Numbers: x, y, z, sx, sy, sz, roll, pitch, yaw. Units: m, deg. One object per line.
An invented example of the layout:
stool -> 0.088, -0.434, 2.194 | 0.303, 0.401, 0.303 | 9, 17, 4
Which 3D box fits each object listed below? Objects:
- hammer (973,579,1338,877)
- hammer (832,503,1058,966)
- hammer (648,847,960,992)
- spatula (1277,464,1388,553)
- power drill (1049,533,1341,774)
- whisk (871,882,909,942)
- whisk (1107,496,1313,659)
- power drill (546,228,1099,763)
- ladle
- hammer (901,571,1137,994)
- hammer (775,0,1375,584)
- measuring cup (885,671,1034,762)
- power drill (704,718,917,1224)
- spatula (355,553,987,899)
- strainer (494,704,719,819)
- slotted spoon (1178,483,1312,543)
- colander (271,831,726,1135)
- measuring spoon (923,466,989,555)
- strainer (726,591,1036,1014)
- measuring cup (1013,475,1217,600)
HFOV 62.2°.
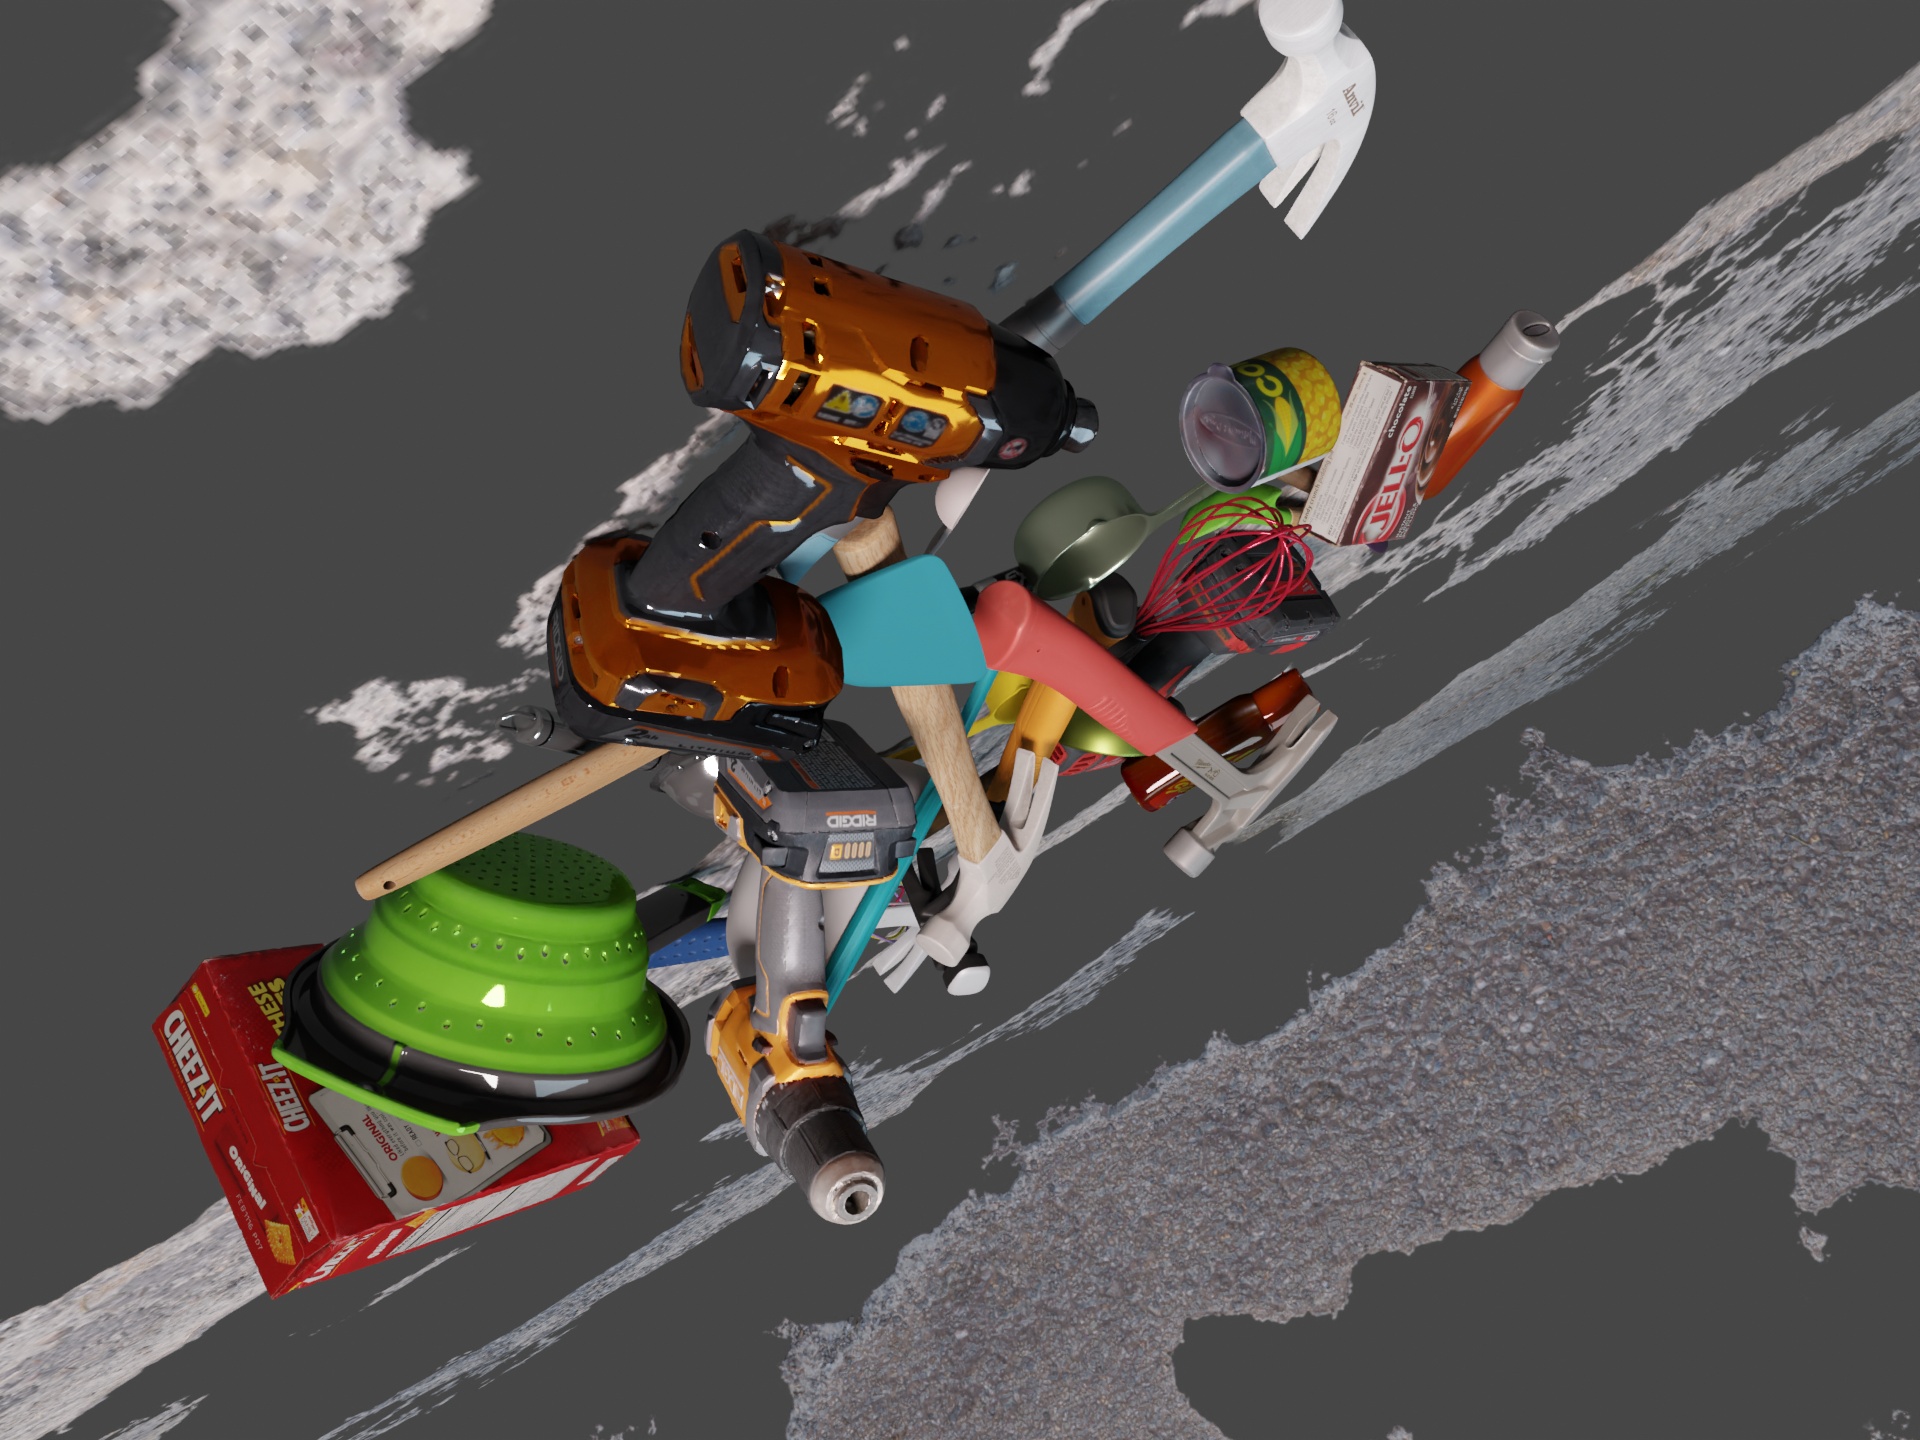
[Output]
hammer -> 0.118, -0.008, 0.963 | 0.149, 0.037, 0.358 | -50, 144, 5
hammer -> -0.010, 0.004, 0.878 | 0.130, 0.031, 0.331 | -51, 147, -24
hammer -> -0.140, 0.160, 1.169 | 0.405, 0.035, 0.144 | 1, 129, -50
spatula -> 0.221, -0.154, 1.019 | 0.018, 0.060, 0.315 | -25, 162, 28
power drill -> 0.167, -0.039, 1.179 | 0.226, 0.080, 0.188 | -41, 160, 33
whisk -> -0.101, 0.147, 1.286 | 0.047, 0.051, 0.244 | -57, 153, 8
whisk -> 0.124, -0.068, 1.003 | 0.073, 0.073, 0.296 | -22, 174, -28
power drill -> -0.058, -0.077, 0.631 | 0.164, 0.084, 0.226 | 9, 139, -32
ladle -> 0.032, 0.052, 1.147 | 0.078, 0.062, 0.320 | -5, 160, -36
hammer -> 0.034, 0.032, 1.048 | 0.034, 0.127, 0.336 | -1, 136, -28
hammer -> 0.035, -0.170, 0.682 | 0.331, 0.033, 0.128 | -38, 160, 16
measuring cup -> -0.002, -0.003, 1.081 | 0.156, 0.029, 0.062 | -24, 159, 8
power drill -> -0.079, 0.132, 0.834 | 0.084, 0.185, 0.226 | -1, 111, -25
spatula -> -0.142, 0.012, 0.762 | 0.317, 0.044, 0.082 | -28, 132, -5
strainer -> -0.161, 0.021, 0.848 | 0.087, 0.050, 0.258 | -27, 161, 18
slotted spoon -> 0.229, -0.138, 1.098 | 0.070, 0.031, 0.313 | -25, 170, 30
colander -> -0.211, 0.106, 0.893 | 0.397, 0.204, 0.094 | -26, 134, -75
measuring spoon -> -0.010, -0.101, 0.787 | 0.034, 0.018, 0.124 | -58, -175, -13
strainer -> -0.064, 0.049, 1.009 | 0.340, 0.095, 0.211 | -63, 178, 19
measuring cup -> 0.103, -0.128, 0.900 | 0.167, 0.038, 0.083 | -32, 162, -9
